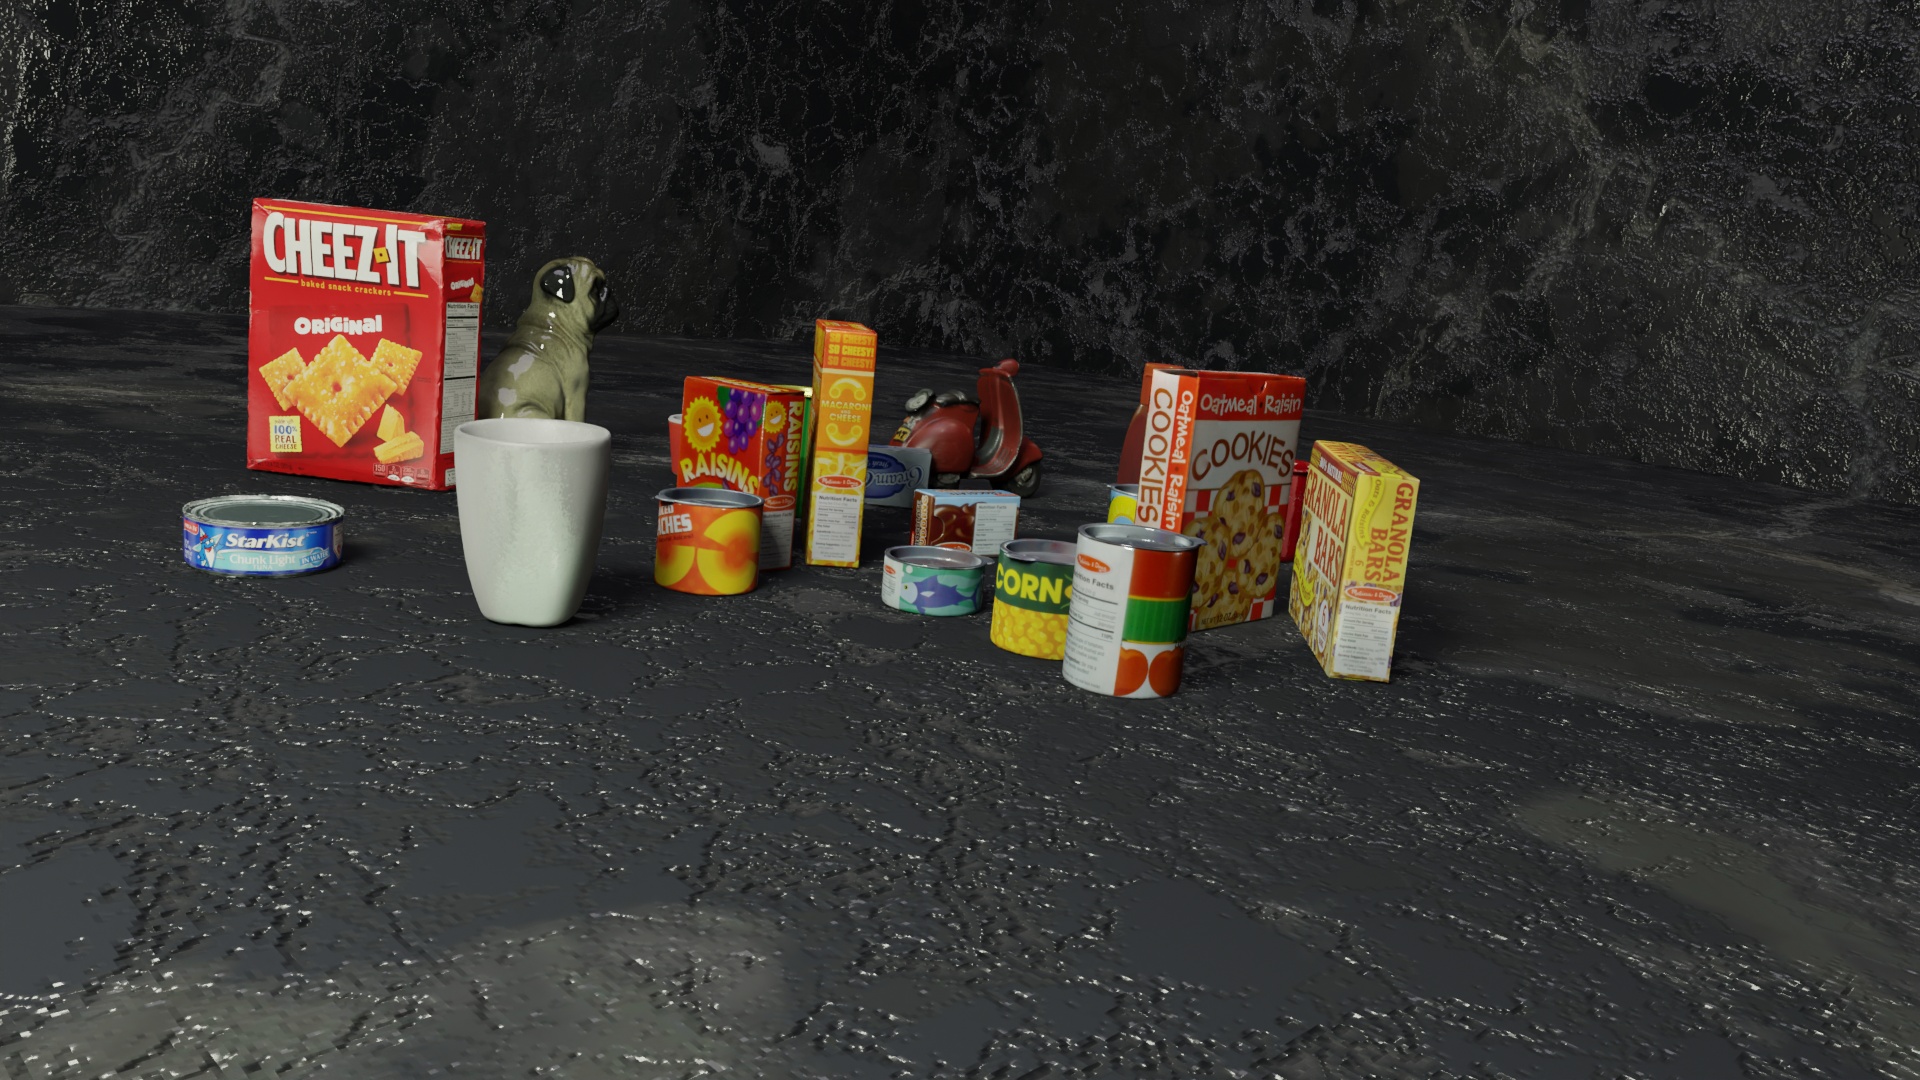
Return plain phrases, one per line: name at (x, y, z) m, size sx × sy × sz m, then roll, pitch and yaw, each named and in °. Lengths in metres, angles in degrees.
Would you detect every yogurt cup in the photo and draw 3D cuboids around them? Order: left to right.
yogurt cup at (-0.240, -0.088, 1.300) m, size 0.072 × 0.053 × 0.072 m, roll 6°, pitch 11°, yaw -1°

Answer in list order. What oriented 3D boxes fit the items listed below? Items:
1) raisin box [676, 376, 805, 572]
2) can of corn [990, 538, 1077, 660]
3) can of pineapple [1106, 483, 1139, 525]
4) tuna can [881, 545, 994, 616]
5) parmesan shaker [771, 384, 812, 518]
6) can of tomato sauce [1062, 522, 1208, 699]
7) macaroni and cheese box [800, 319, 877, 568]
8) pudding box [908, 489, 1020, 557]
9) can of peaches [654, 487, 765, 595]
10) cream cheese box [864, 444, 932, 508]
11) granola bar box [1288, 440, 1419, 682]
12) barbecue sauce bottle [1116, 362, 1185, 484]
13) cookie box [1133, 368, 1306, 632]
raisin box at (-0.152, -0.047, 0.953) m, size 0.086 × 0.123 × 0.040 m, roll 14°, pitch 13°, yaw 38°
can of corn at (0.051, 0.034, 0.816) m, size 0.071 × 0.058 × 0.071 m, roll 6°, pitch 11°, yaw -1°
can of pineapple at (0.148, -0.012, 1.108) m, size 0.071 × 0.057 × 0.071 m, roll 6°, pitch 11°, yaw -1°
tuna can at (-0.015, 0.026, 0.892) m, size 0.071 × 0.032 × 0.071 m, roll 6°, pitch 11°, yaw -1°
parmesan shaker at (-0.136, -0.074, 1.155) m, size 0.071 × 0.103 × 0.071 m, roll 6°, pitch 10°, yaw -1°
can of tomato sauce at (0.094, 0.037, 0.757) m, size 0.071 × 0.083 × 0.071 m, roll 6°, pitch 11°, yaw -1°
macaroni and cheese box at (-0.090, -0.074, 1.016) m, size 0.040 × 0.166 × 0.124 m, roll 4°, pitch 11°, yaw -10°
pudding box at (0.004, -0.013, 1.058) m, size 0.084 × 0.049 × 0.030 m, roll -2°, pitch 13°, yaw -35°
can of peaches at (-0.161, 0.000, 0.879) m, size 0.071 × 0.058 × 0.071 m, roll 6°, pitch 11°, yaw -1°
cream cheese box at (-0.079, -0.059, 1.238) m, size 0.104 × 0.053 × 0.024 m, roll 5°, pitch 10°, yaw -6°
granola bar box at (0.246, 0.008, 0.885) m, size 0.039 × 0.124 × 0.166 m, roll 7°, pitch 11°, yaw 4°
barbecue sauce bottle at (0.177, -0.087, 1.269) m, size 0.044 × 0.148 × 0.065 m, roll -3°, pitch 14°, yaw -42°
cookie box at (0.168, -0.027, 0.909) m, size 0.123 × 0.167 × 0.040 m, roll -5°, pitch 15°, yaw -45°
